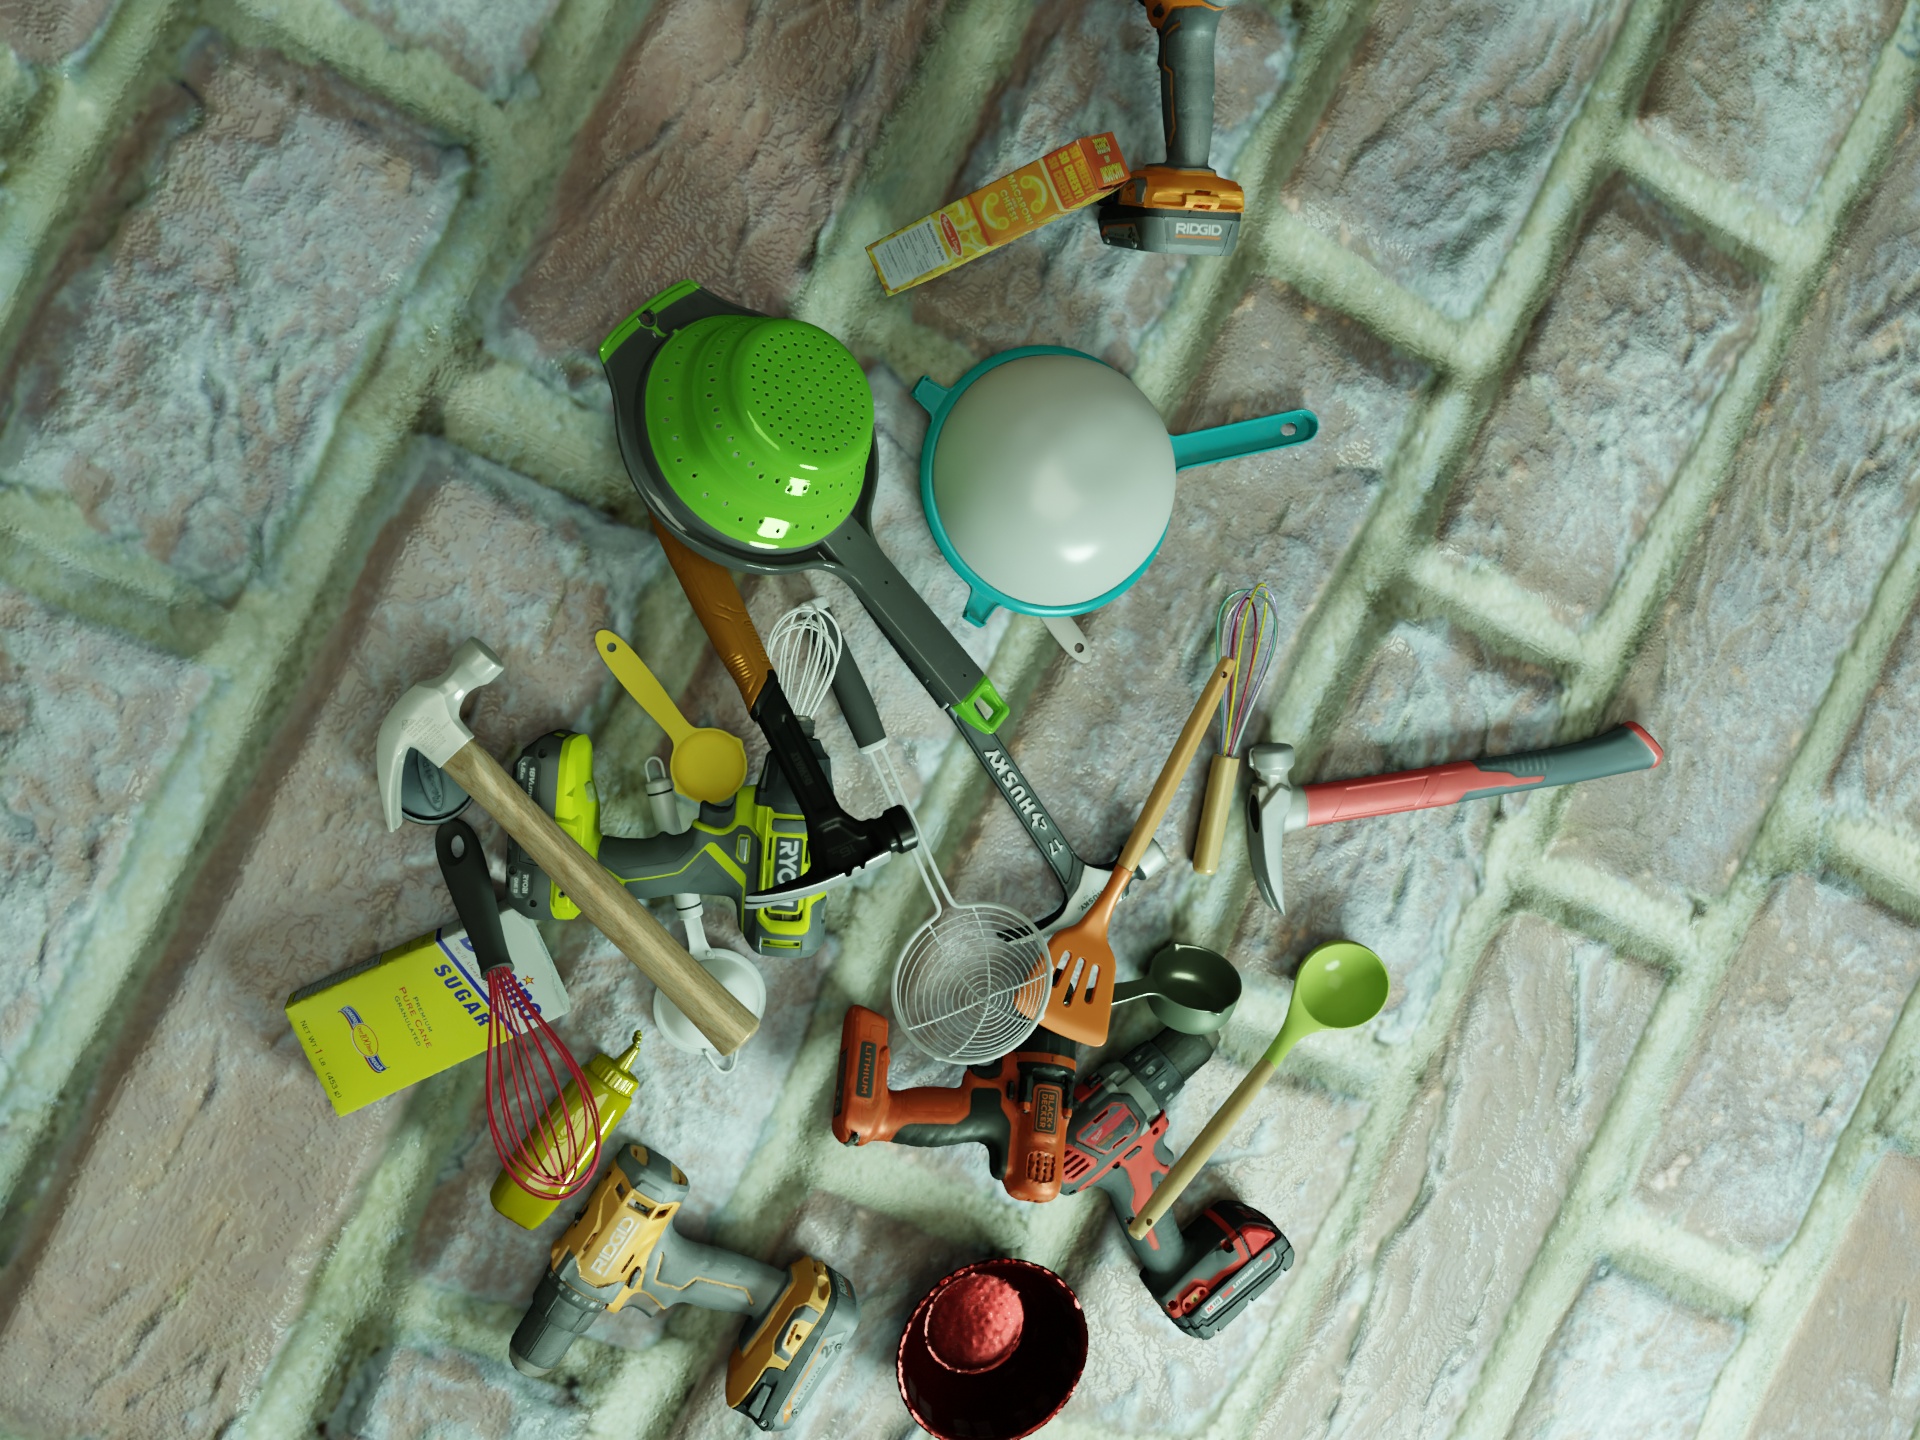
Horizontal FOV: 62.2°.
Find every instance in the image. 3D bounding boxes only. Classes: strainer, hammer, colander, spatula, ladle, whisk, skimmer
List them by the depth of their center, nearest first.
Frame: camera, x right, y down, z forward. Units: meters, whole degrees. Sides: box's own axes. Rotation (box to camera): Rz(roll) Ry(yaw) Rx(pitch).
[{"bbox_3d":[-0.265,0.106,1.090,0.130,0.031,0.331,-43,97,0],"label":"hammer"},{"bbox_3d":[-0.313,0.190,1.092,0.073,0.073,0.296,-21,62,-12],"label":"whisk"},{"bbox_3d":[-0.156,-0.035,1.117,0.127,0.034,0.337,-23,75,-15],"label":"hammer"},{"bbox_3d":[-0.076,-0.151,1.126,0.397,0.094,0.204,49,55,-14],"label":"colander"},{"bbox_3d":[-0.137,0.030,1.192,0.057,0.059,0.246,5,107,-32],"label":"whisk"},{"bbox_3d":[-0.043,0.078,1.193,0.127,0.090,0.363,-23,96,6],"label":"skimmer"},{"bbox_3d":[-0.204,0.152,1.203,0.087,0.050,0.258,-15,97,-15],"label":"strainer"},{"bbox_3d":[0.141,-0.200,1.216,0.340,0.095,0.211,-14,95,-16],"label":"strainer"},{"bbox_3d":[-0.002,-0.004,1.241,0.149,0.036,0.408,-36,104,-7],"label":"hammer"},{"bbox_3d":[0.143,0.096,1.250,0.081,0.041,0.322,26,89,-6],"label":"spatula"},{"bbox_3d":[0.241,0.296,1.283,0.320,0.062,0.078,-43,98,-29],"label":"ladle"},{"bbox_3d":[0.219,0.008,1.299,0.051,0.047,0.245,10,98,-2],"label":"whisk"},{"bbox_3d":[0.429,0.068,1.366,0.386,0.038,0.143,-8,100,-14],"label":"hammer"}]

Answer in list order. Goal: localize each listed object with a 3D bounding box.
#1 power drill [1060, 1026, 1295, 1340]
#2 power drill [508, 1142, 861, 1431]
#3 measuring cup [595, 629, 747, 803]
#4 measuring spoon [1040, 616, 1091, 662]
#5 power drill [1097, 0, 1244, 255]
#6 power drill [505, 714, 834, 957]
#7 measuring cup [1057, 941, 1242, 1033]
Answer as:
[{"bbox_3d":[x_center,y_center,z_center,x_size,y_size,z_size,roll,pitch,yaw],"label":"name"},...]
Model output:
[{"bbox_3d":[0.182,0.372,1.319,0.188,0.080,0.226,-38,102,-11],"label":"power drill"},{"bbox_3d":[-0.215,0.455,1.219,0.226,0.084,0.185,35,88,-12],"label":"power drill"},{"bbox_3d":[-0.219,-0.005,1.190,0.062,0.029,0.156,-39,94,-3],"label":"measuring cup"},{"bbox_3d":[0.068,-0.094,1.256,0.034,0.018,0.124,-41,105,-7],"label":"measuring spoon"},{"bbox_3d":[0.158,-0.466,1.176,0.084,0.164,0.226,-2,110,-15],"label":"power drill"},{"bbox_3d":[-0.204,0.075,1.145,0.223,0.080,0.171,5,94,-2],"label":"power drill"},{"bbox_3d":[0.147,0.228,1.286,0.167,0.083,0.038,-7,129,-20],"label":"measuring cup"}]
